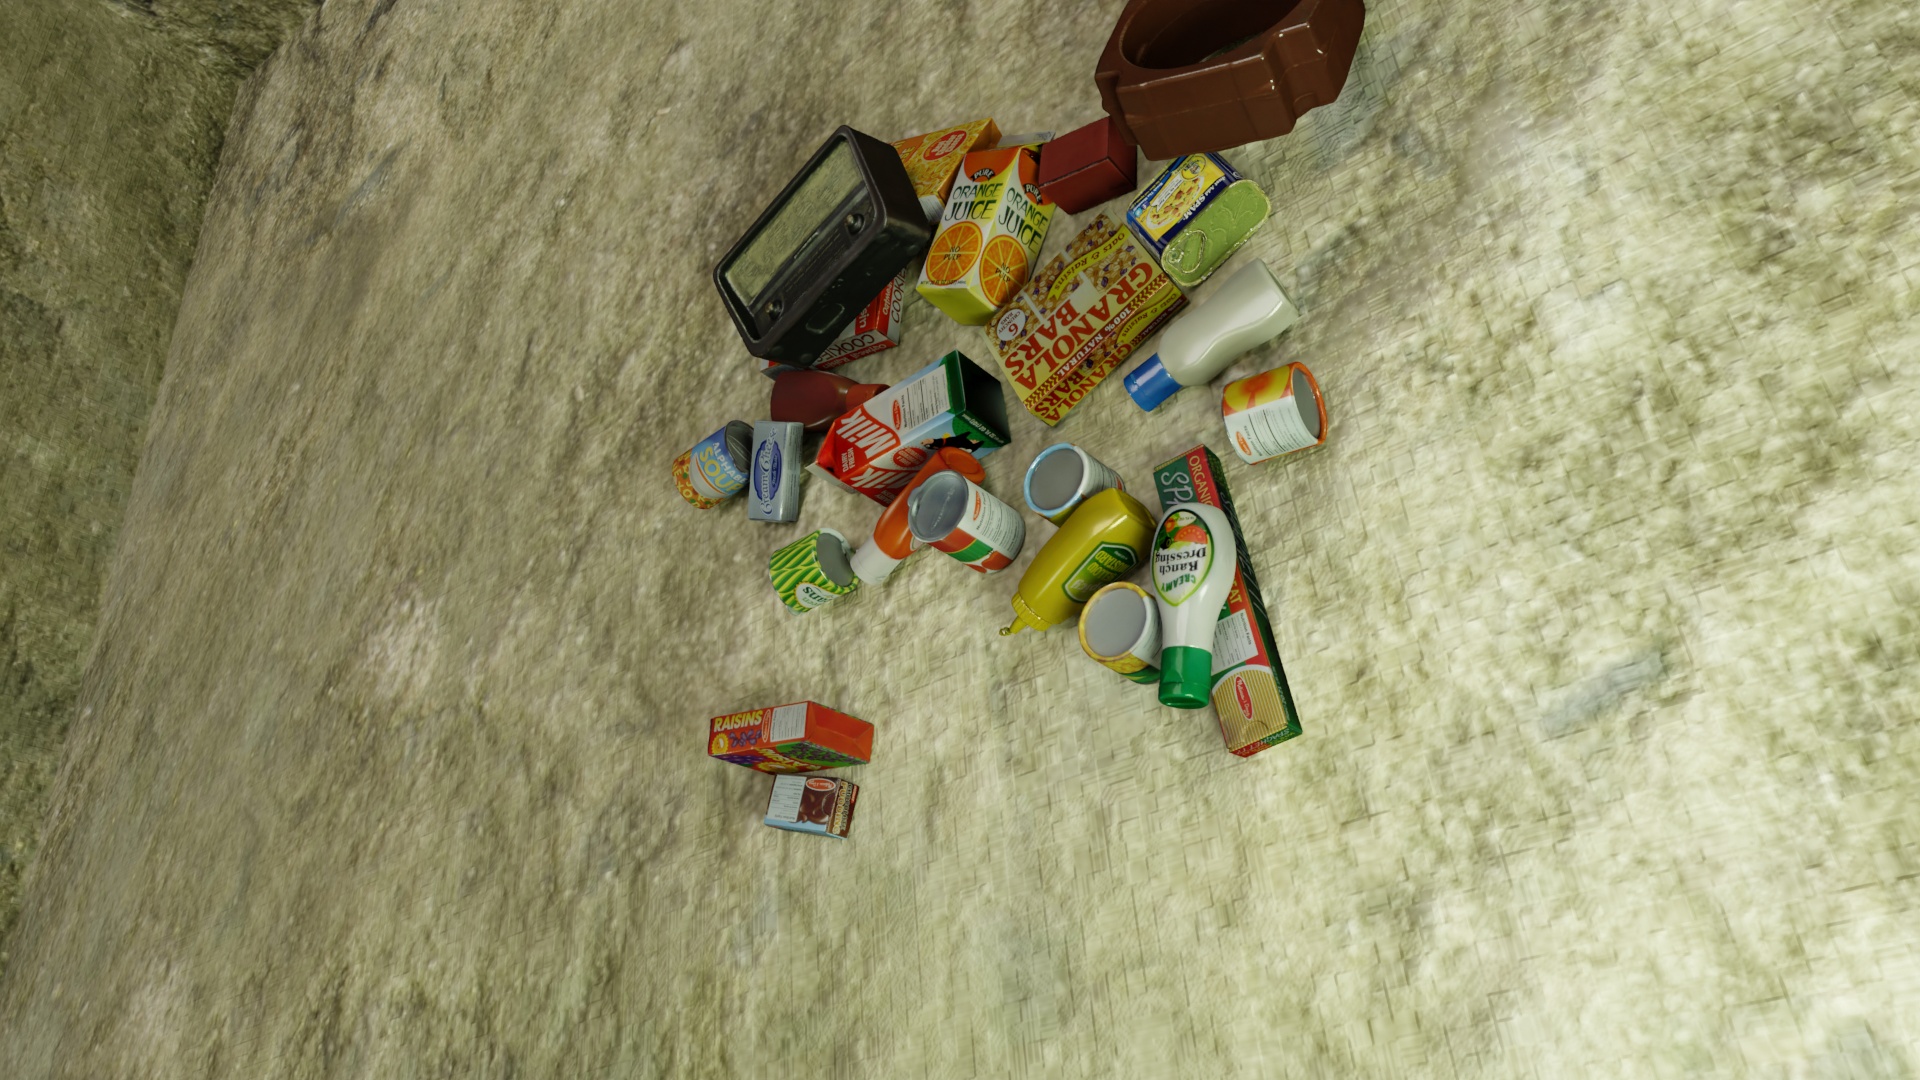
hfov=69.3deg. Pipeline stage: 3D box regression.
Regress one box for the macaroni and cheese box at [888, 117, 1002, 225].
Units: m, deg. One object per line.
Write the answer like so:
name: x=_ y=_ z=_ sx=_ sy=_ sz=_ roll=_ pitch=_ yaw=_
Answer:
macaroni and cheese box: x=-0.049 y=-0.372 z=1.434 sx=0.166 sy=0.040 sz=0.124 roll=1 pitch=48 yaw=41

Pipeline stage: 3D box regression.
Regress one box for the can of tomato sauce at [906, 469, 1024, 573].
can of tomato sauce: x=0.004 y=-0.015 z=1.202 sx=0.071 sy=0.083 sz=0.071 roll=-19 pitch=57 yaw=33

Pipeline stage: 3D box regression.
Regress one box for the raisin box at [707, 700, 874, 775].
raisin box: x=-0.152 y=0.177 z=1.237 sx=0.123 sy=0.086 sz=0.040 roll=-14 pitch=62 yaw=36

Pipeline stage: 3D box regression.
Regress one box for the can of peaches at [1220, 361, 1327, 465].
can of peaches: x=0.239 y=-0.098 z=1.055 sx=0.058 sy=0.071 sz=0.071 roll=-17 pitch=59 yaw=34

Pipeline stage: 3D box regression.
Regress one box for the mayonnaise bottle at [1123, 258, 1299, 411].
mayonnaise bottle: x=0.201 y=-0.163 z=1.139 sx=0.147 sy=0.041 sz=0.065 roll=-37 pitch=48 yaw=22

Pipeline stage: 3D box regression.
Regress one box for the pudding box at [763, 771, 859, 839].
pudding box: x=-0.133 y=0.235 z=1.231 sx=0.083 sy=0.030 sz=0.050 roll=-4 pitch=66 yaw=40

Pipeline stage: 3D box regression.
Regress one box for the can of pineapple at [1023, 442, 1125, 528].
can of pineapple: x=0.093 y=-0.041 z=1.156 sx=0.071 sy=0.058 sz=0.071 roll=-19 pitch=58 yaw=33

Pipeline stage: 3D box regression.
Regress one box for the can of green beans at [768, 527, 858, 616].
can of green beans: x=-0.138 y=0.028 z=1.315 sx=0.057 sy=0.071 sz=0.071 roll=-25 pitch=54 yaw=29

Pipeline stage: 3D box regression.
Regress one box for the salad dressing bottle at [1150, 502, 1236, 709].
salad dressing bottle: x=0.168 y=0.048 z=1.015 sx=0.064 sy=0.044 sz=0.148 roll=-10 pitch=63 yaw=38

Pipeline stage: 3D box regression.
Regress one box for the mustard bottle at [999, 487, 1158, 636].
mustard bottle: x=0.088 y=0.028 z=1.125 sx=0.159 sy=0.065 sz=0.049 roll=-47 pitch=41 yaw=21

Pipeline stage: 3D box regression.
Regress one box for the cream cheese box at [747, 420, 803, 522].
cream cheese box: x=-0.189 y=-0.070 z=1.417 sx=0.053 sy=0.024 sz=0.103 roll=5 pitch=91 yaw=41

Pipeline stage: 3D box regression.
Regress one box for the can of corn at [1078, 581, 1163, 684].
can of corn: x=0.130 y=0.071 z=1.067 sx=0.071 sy=0.058 sz=0.071 roll=-19 pitch=57 yaw=33

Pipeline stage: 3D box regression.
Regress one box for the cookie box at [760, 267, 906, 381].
cookie box: x=-0.134 y=-0.245 z=1.469 sx=0.167 sy=0.040 sz=0.123 roll=-13 pitch=61 yaw=36

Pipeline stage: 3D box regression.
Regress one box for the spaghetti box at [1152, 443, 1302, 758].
spaghetti box: x=0.198 y=0.040 z=1.046 sx=0.050 sy=0.028 sz=0.251 roll=-29 pitch=52 yaw=27

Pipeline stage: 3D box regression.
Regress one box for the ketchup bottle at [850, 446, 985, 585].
ketchup bottle: x=-0.043 y=-0.021 z=1.264 sx=0.148 sy=0.065 sz=0.043 roll=-47 pitch=70 yaw=24

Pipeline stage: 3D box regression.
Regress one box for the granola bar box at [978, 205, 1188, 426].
granola bar box: x=0.107 y=-0.199 z=1.239 sx=0.165 sy=0.039 sz=0.125 roll=-42 pitch=47 yaw=16

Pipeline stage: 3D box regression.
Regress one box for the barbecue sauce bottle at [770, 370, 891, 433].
barbecue sauce bottle: x=-0.130 y=-0.141 z=1.409 sx=0.148 sy=0.044 sz=0.065 roll=5 pitch=87 yaw=41

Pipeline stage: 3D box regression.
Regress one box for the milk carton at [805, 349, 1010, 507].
milk carton: x=-0.053 y=-0.094 z=1.300 sx=0.190 sy=0.072 sz=0.074 roll=-26 pitch=54 yaw=27

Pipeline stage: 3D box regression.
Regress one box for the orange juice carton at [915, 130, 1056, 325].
orange juice carton: x=0.034 y=-0.308 z=1.333 sx=0.072 sy=0.073 sz=0.193 roll=9 pitch=74 yaw=43

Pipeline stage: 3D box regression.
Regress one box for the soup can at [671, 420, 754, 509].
soup can: x=-0.254 y=-0.078 z=1.467 sx=0.083 sy=0.071 sz=0.071 roll=-29 pitch=52 yaw=28
